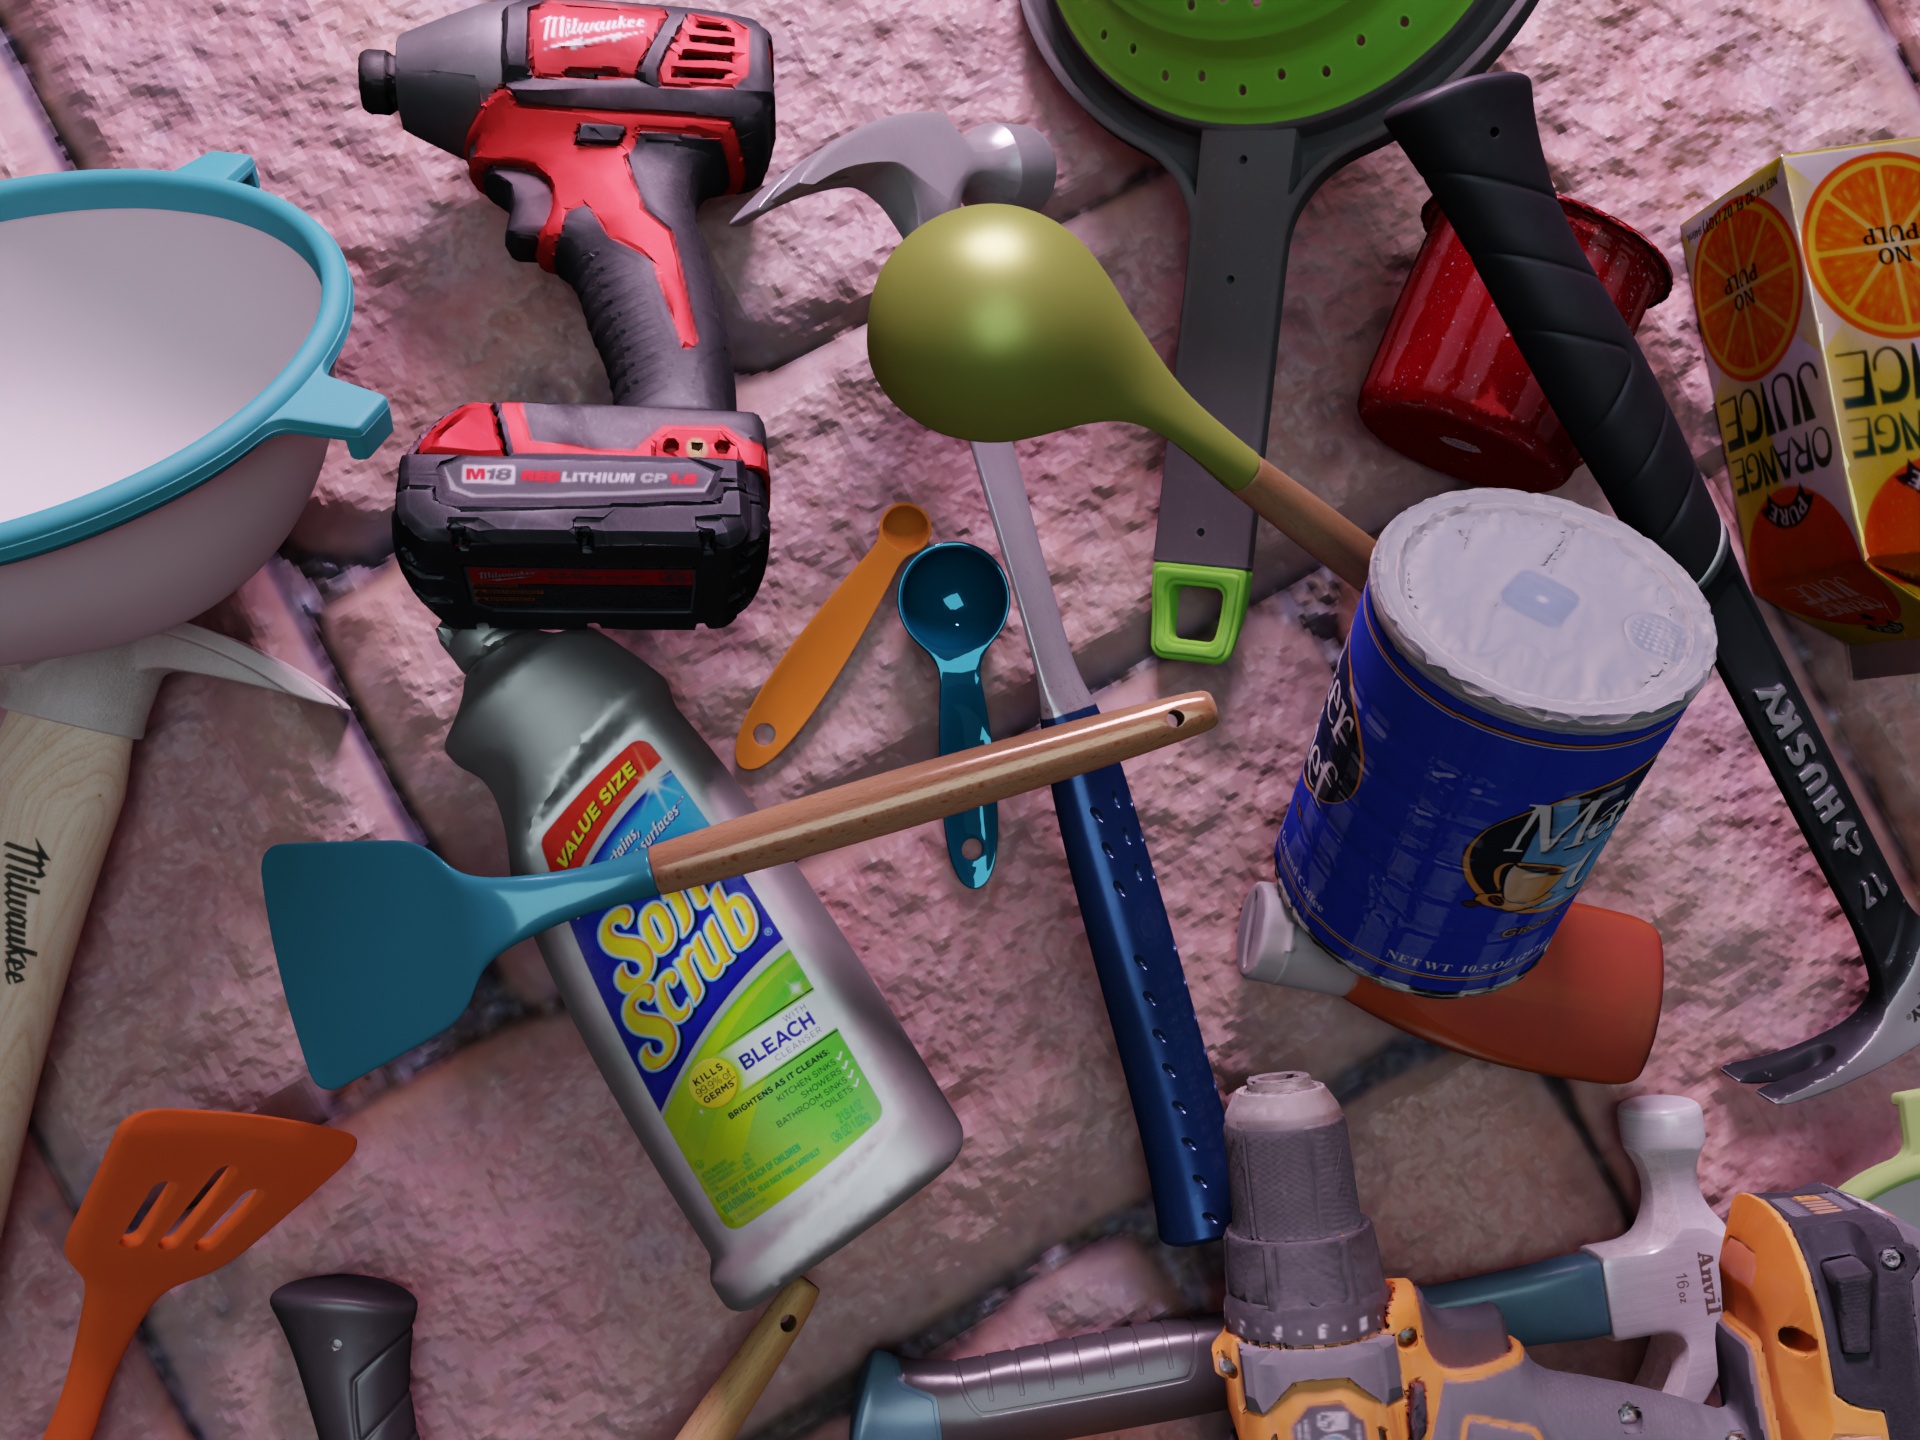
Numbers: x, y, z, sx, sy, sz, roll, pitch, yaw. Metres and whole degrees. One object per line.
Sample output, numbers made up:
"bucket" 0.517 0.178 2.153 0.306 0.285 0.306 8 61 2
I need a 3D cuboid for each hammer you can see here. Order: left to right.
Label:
"hammer" -0.330 0.160 0.537 0.146 0.038 0.411 14 86 -6
"hammer" -0.176 0.352 0.540 0.146 0.035 0.335 -16 88 -7
"hammer" 0.030 -0.012 0.557 0.144 0.035 0.405 -19 95 -48
"hammer" 0.121 0.225 0.577 0.331 0.033 0.128 -8 86 -6
"hammer" 0.257 -0.038 0.551 0.149 0.036 0.408 -38 107 -4

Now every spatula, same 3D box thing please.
"spatula" -0.307 0.271 0.527 0.081 0.041 0.322 26 87 -46
"spatula" -0.072 0.039 0.511 0.317 0.044 0.082 -16 85 -3

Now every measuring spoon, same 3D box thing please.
"measuring spoon" -0.048 -0.031 0.590 0.021 0.011 0.117 34 88 -2
"measuring spoon" -0.001 -0.002 0.591 0.042 0.021 0.128 -5 96 -11

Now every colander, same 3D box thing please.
"colander" 0.093 -0.217 0.543 0.204 0.094 0.397 8 96 22

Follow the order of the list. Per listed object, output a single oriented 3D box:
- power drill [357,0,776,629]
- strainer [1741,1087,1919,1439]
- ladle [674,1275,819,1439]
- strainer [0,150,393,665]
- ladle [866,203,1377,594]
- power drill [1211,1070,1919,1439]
"power drill" -0.132 -0.146 0.538 0.143 0.078 0.220 0 72 -11
"strainer" 0.400 0.252 0.573 0.256 0.069 0.151 31 88 4
"ladle" -0.140 0.322 0.517 0.069 0.031 0.315 38 74 -11
"strainer" -0.346 -0.060 0.487 0.340 0.095 0.211 -24 50 -18
"ladle" 0.105 -0.068 0.544 0.320 0.062 0.078 29 65 -29
"power drill" 0.196 0.201 0.519 0.226 0.084 0.185 -8 85 8
